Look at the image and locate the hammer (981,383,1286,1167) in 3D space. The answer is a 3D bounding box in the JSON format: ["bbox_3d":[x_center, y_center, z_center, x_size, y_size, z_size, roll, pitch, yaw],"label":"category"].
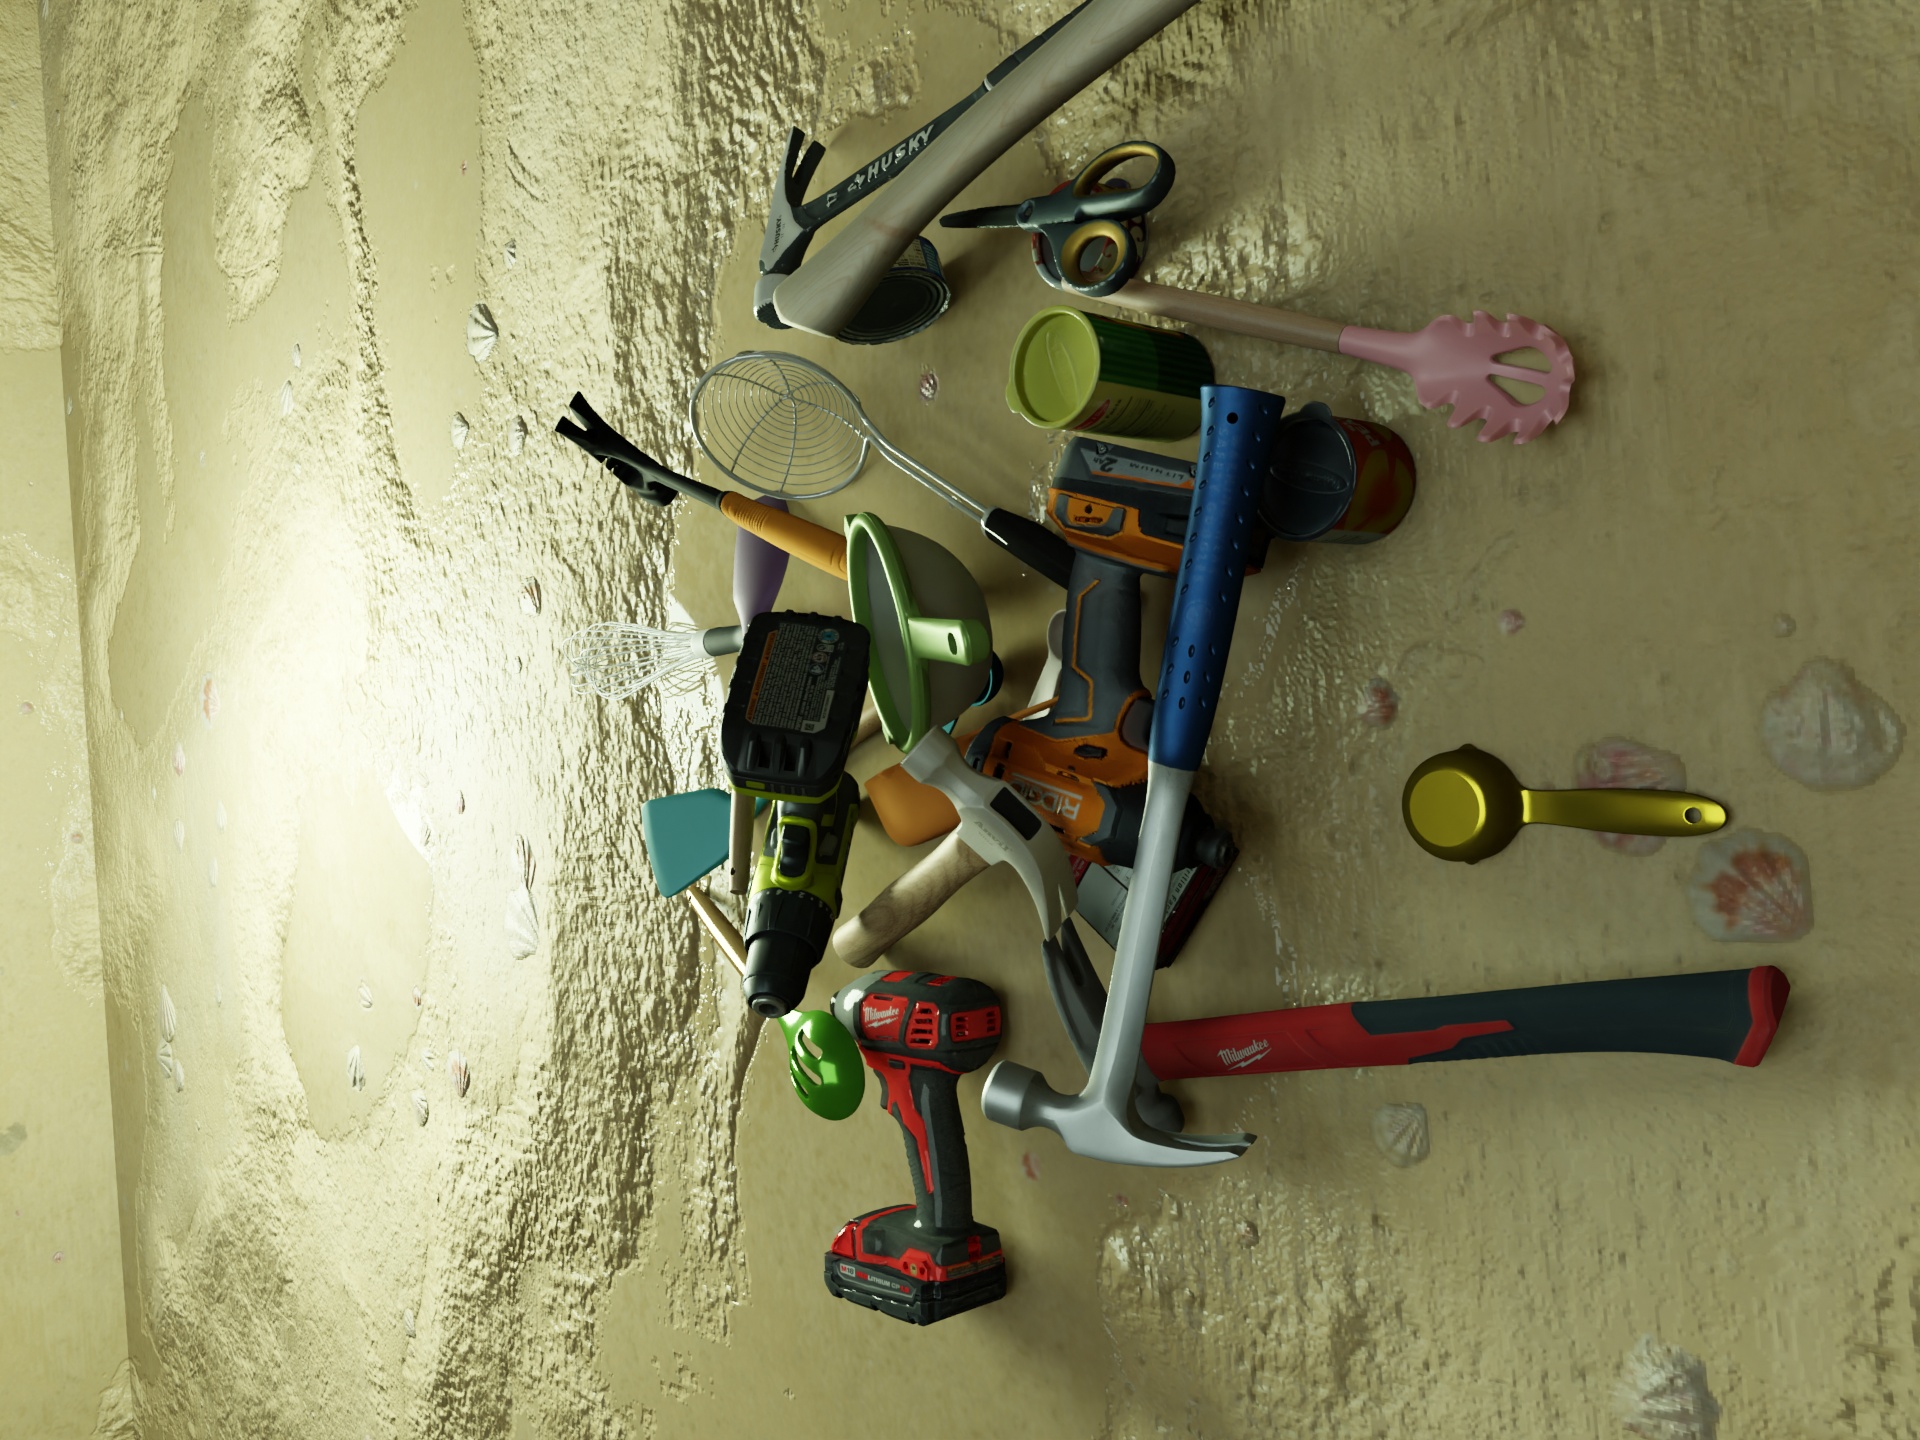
[{"bbox_3d":[0.113,0.035,0.816,0.144,0.035,0.405,13,99,24],"label":"hammer"}]

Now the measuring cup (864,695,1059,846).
[{"bbox_3d":[0.019,0.031,1.001,0.173,0.095,0.052,-26,85,35],"label":"measuring cup"}]

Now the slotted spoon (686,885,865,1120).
[{"bbox_3d":[-0.148,0.193,1.167,0.314,0.031,0.070,36,114,56],"label":"slotted spoon"}]

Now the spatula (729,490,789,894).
[{"bbox_3d":[-0.150,-0.028,1.148,0.060,0.018,0.316,-16,61,34],"label":"spatula"}]

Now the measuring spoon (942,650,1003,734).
[{"bbox_3d":[-0.002,-0.003,1.067,0.042,0.021,0.128,59,138,28],"label":"measuring spoon"}]

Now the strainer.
[{"bbox_3d":[-0.005,-0.055,0.929,0.256,0.069,0.151,-164,63,-73],"label":"strainer"}]

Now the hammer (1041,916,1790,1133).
[{"bbox_3d":[0.211,0.146,0.813,0.386,0.038,0.143,-16,103,42],"label":"hammer"}]

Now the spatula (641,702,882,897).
[{"bbox_3d":[-0.133,0.041,1.181,0.317,0.044,0.082,-33,66,41],"label":"spatula"}]

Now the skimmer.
[{"bbox_3d":[-0.040,-0.141,1.042,0.364,0.090,0.127,38,152,35],"label":"skimmer"}]

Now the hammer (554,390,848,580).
[{"bbox_3d":[-0.142,-0.145,1.125,0.337,0.127,0.034,26,83,31],"label":"hammer"}]

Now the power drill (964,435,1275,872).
[{"bbox_3d":[0.101,-0.030,0.883,0.164,0.084,0.226,20,98,33],"label":"power drill"}]

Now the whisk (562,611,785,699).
[{"bbox_3d":[-0.222,-0.058,1.261,0.285,0.070,0.070,-7,88,42],"label":"whisk"}]

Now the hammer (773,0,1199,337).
[{"bbox_3d":[0.034,-0.363,0.908,0.410,0.038,0.146,-32,75,31],"label":"hammer"}]

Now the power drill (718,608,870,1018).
[{"bbox_3d":[-0.107,0.062,1.024,0.228,0.080,0.191,95,-177,-47],"label":"power drill"}]

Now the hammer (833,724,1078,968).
[{"bbox_3d":[-0.022,0.108,0.995,0.130,0.031,0.331,42,152,0],"label":"hammer"}]

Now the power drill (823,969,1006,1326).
[{"bbox_3d":[-0.036,0.279,1.075,0.143,0.078,0.220,-3,88,46],"label":"power drill"}]

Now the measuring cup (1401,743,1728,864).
[{"bbox_3d":[0.283,0.043,0.762,0.156,0.029,0.062,0,92,47],"label":"measuring cup"}]

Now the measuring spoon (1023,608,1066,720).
[{"bbox_3d":[0.058,-0.015,1.005,0.034,0.018,0.124,47,130,40],"label":"measuring spoon"}]

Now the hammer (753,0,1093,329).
[{"bbox_3d":[0.012,-0.389,0.998,0.409,0.036,0.149,-18,60,41],"label":"hammer"}]

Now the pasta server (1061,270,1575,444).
[{"bbox_3d":[0.174,-0.205,0.834,0.316,0.040,0.060,24,117,36],"label":"pasta server"}]
